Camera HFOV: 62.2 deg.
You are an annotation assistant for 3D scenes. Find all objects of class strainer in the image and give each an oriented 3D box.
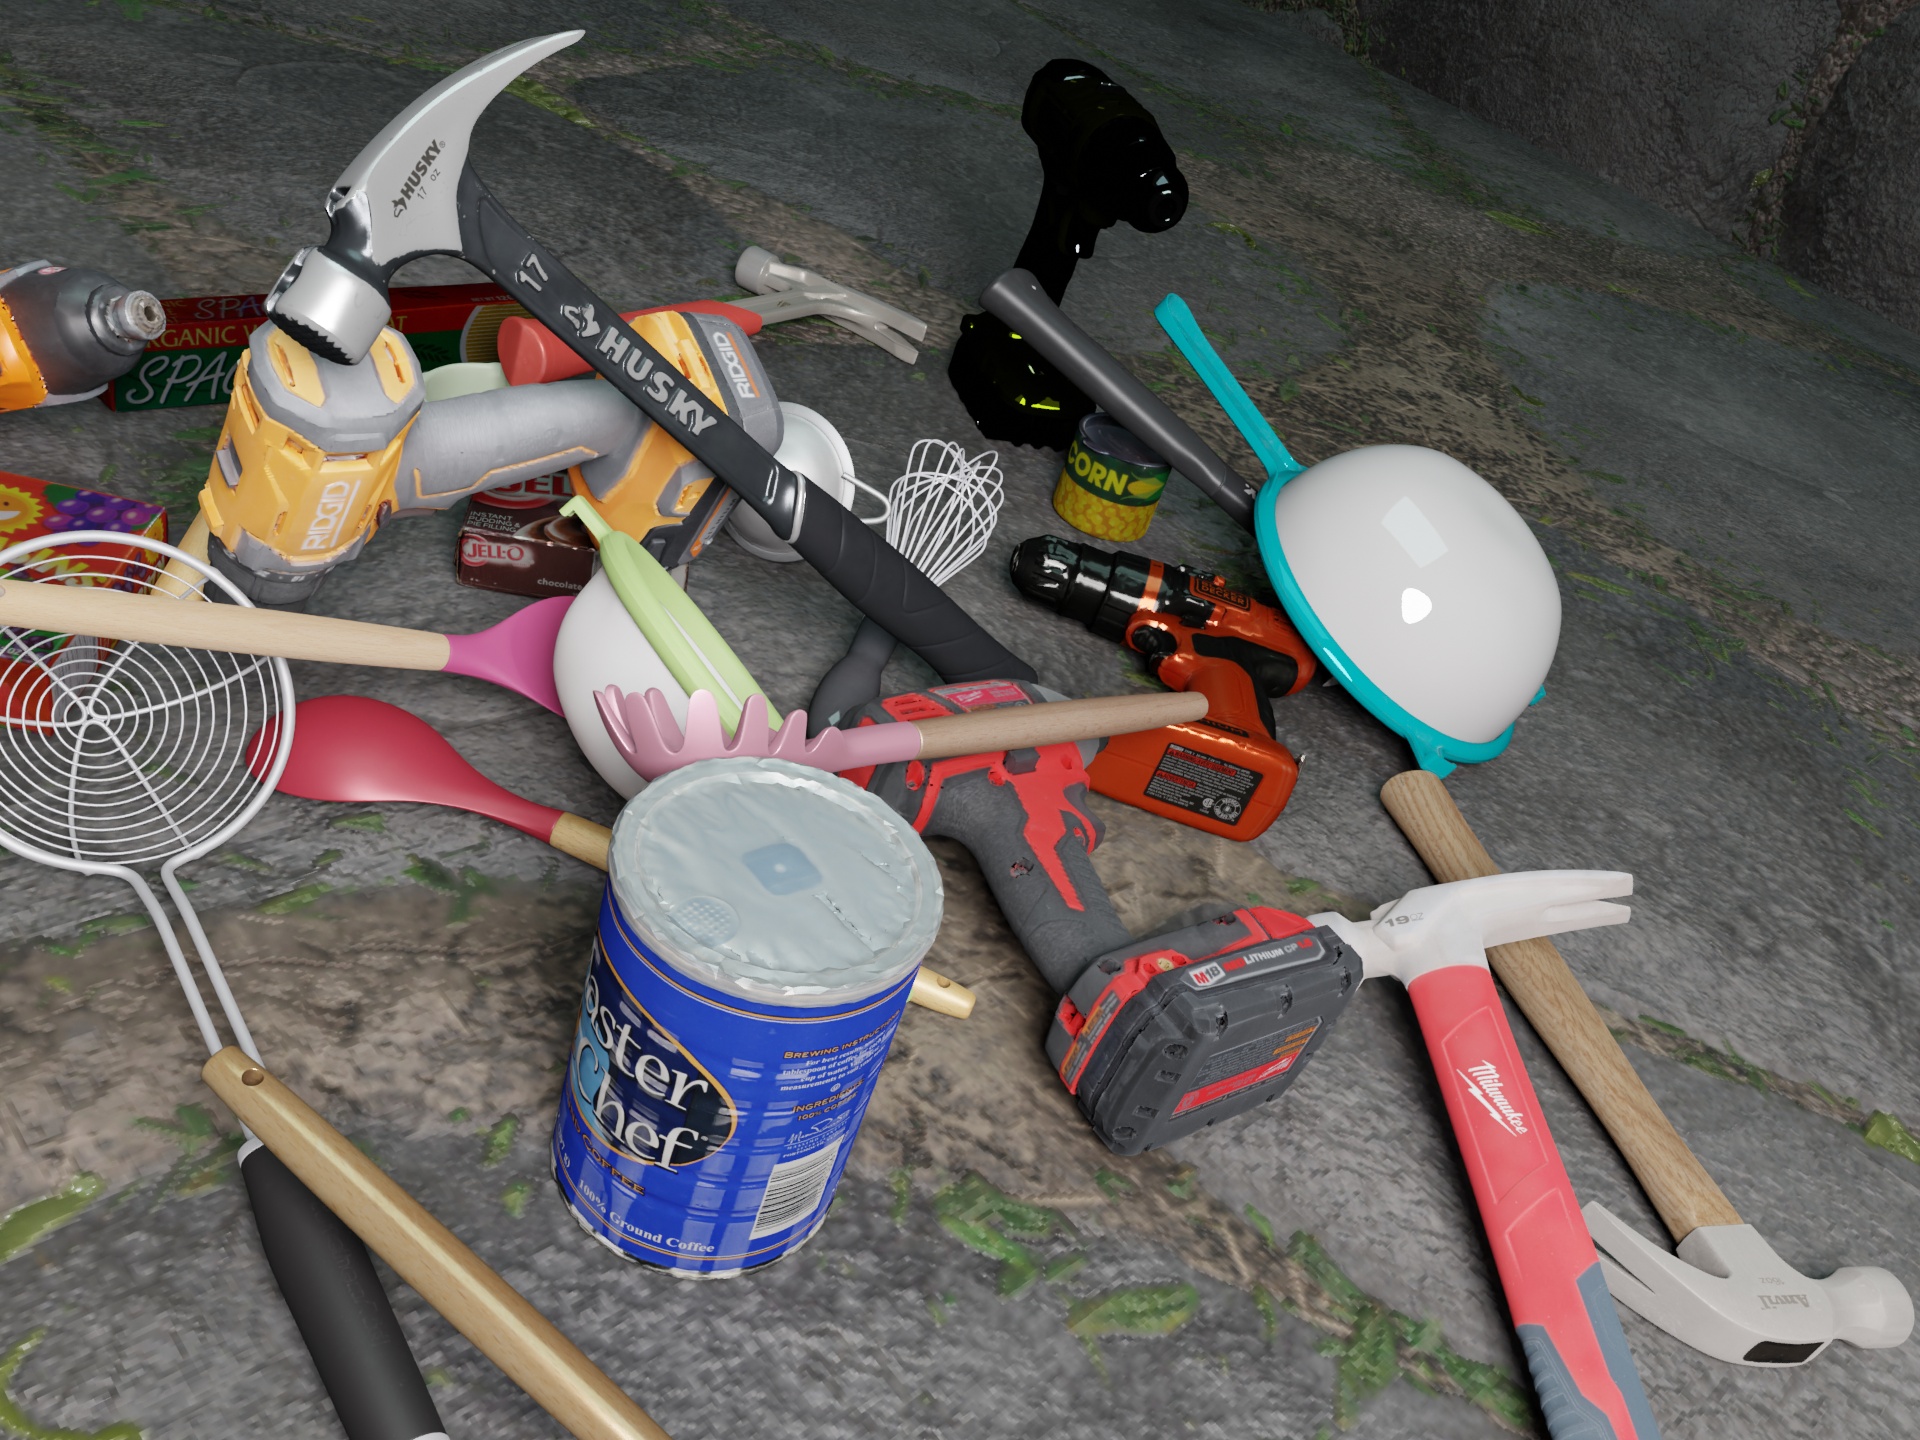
[{"bbox_3d":[-0.160,-0.150,0.884,0.258,0.087,0.050,20,15,22],"label":"strainer"},{"bbox_3d":[0.241,-0.139,0.930,0.211,0.095,0.340,-22,75,-52],"label":"strainer"},{"bbox_3d":[-0.100,0.032,0.639,0.069,0.151,0.257,-36,51,0],"label":"strainer"}]

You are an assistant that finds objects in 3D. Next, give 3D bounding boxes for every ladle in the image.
[{"bbox_3d":[-0.141,0.056,0.646,0.315,0.031,0.069,23,32,2],"label":"ladle"},{"bbox_3d":[-0.088,0.186,0.428,0.320,0.062,0.078,37,35,11],"label":"ladle"}]

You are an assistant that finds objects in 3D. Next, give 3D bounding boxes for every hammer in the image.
[{"bbox_3d":[-0.083,-0.107,0.679,0.036,0.149,0.408,16,-17,43],"label":"hammer"},{"bbox_3d":[0.275,0.138,0.728,0.130,0.031,0.332,5,37,-21],"label":"hammer"},{"bbox_3d":[0.230,0.206,0.570,0.143,0.038,0.387,-11,39,7],"label":"hammer"},{"bbox_3d":[-0.158,-0.248,1.008,0.149,0.036,0.359,28,28,13],"label":"hammer"},{"bbox_3d":[0.145,-0.153,0.967,0.334,0.035,0.146,40,37,-5],"label":"hammer"}]

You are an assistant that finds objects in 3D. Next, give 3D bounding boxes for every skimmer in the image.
[{"bbox_3d":[-0.238,0.074,0.514,0.127,0.090,0.364,-7,42,-42],"label":"skimmer"}]

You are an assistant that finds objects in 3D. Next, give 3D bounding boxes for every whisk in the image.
[{"bbox_3d":[-0.335,-0.142,0.771,0.051,0.047,0.245,12,49,-5],"label":"whisk"},{"bbox_3d":[-0.031,-0.073,0.850,0.070,0.070,0.285,21,39,2],"label":"whisk"}]

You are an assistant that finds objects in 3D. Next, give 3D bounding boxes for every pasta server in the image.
[{"bbox_3d":[-0.001,-0.002,0.626,0.060,0.040,0.316,4,7,45],"label":"pasta server"}]

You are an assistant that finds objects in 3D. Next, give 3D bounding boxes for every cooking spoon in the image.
[{"bbox_3d":[-0.229,-0.030,0.631,0.318,0.017,0.069,6,63,-53],"label":"cooking spoon"}]

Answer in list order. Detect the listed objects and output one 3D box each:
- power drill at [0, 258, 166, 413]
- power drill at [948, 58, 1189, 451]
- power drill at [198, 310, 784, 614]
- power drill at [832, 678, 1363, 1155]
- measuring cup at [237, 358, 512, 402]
[{"bbox_3d":[-0.454,-0.135,0.661,0.164,0.084,0.227,-4,28,22],"label":"power drill"},{"bbox_3d":[0.073,-0.298,1.053,0.080,0.228,0.191,3,38,-23],"label":"power drill"},{"bbox_3d":[-0.213,-0.103,0.697,0.226,0.185,0.084,-13,70,-40],"label":"power drill"},{"bbox_3d":[0.055,0.063,0.672,0.143,0.078,0.220,-8,44,-40],"label":"power drill"},{"bbox_3d":[-0.303,-0.168,0.864,0.167,0.038,0.083,6,36,-13],"label":"measuring cup"}]
